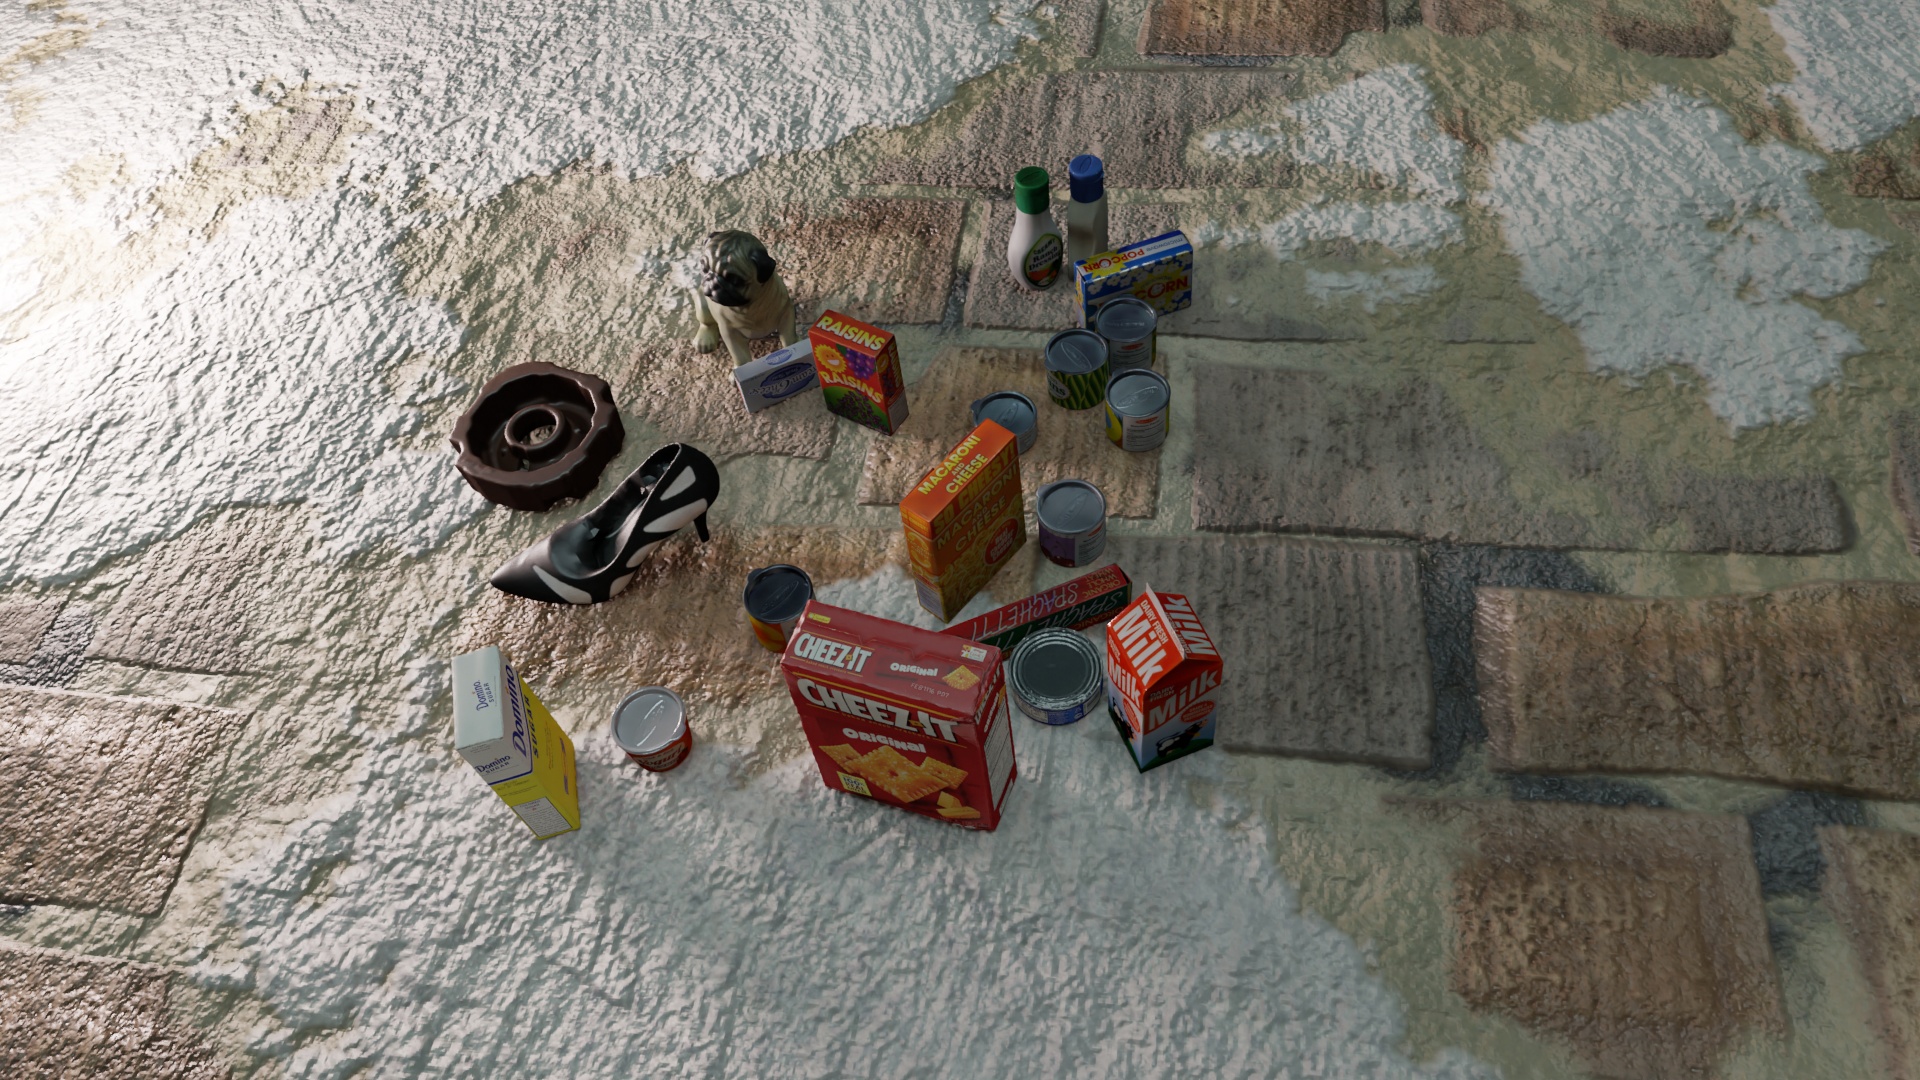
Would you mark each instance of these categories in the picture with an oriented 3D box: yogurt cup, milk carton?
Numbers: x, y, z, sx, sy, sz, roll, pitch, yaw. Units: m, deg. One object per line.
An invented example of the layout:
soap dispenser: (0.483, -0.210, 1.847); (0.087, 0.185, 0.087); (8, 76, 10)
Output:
yogurt cup: (-0.275, 0.173, 1.249); (0.072, 0.053, 0.073); (-3, 54, 4)
milk carton: (0.169, 0.113, 1.159); (0.073, 0.189, 0.072); (-20, 55, -8)

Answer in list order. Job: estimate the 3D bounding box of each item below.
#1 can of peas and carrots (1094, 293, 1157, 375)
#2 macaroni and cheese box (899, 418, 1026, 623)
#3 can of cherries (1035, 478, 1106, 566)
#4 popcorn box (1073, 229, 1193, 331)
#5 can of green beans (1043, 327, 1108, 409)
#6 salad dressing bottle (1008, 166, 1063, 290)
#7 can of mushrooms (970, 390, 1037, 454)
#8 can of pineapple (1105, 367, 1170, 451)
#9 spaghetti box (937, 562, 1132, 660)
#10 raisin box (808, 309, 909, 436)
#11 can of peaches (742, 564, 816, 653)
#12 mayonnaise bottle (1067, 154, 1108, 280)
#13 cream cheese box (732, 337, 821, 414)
can of peas and carrots: (0.176, -0.218, 1.481); (0.071, 0.058, 0.071); (-3, 54, 4)
macaroni and cheese box: (0.005, -0.016, 1.286); (0.040, 0.165, 0.124); (32, 63, 26)
can of cherries: (0.106, -0.018, 1.343); (0.071, 0.058, 0.072); (-3, 54, 4)
popcorn box: (0.188, -0.278, 1.507); (0.127, 0.084, 0.038); (-18, 54, -7)
can of green beans: (0.123, -0.180, 1.460); (0.071, 0.057, 0.071); (-3, 54, 4)
salad dressing bottle: (0.081, -0.342, 1.527); (0.064, 0.147, 0.044); (-30, 56, -15)
can of mushrooms: (0.045, -0.121, 1.441); (0.071, 0.033, 0.071); (-3, 54, 4)
can of pineapple: (0.181, -0.134, 1.420); (0.071, 0.057, 0.071); (-3, 54, 4)
spaghetti box: (0.040, 0.086, 1.279); (0.250, 0.050, 0.029); (-21, 55, -9)
raisin box: (-0.104, -0.174, 1.440); (0.086, 0.122, 0.040); (25, 61, 22)
can of peaches: (-0.169, 0.064, 1.314); (0.071, 0.057, 0.071); (-3, 54, 4)
mayonnaise bottle: (0.140, -0.356, 1.530); (0.041, 0.147, 0.065); (15, 57, 17)
cream cheese box: (-0.190, -0.179, 1.497); (0.104, 0.053, 0.024); (-25, 55, -11)
